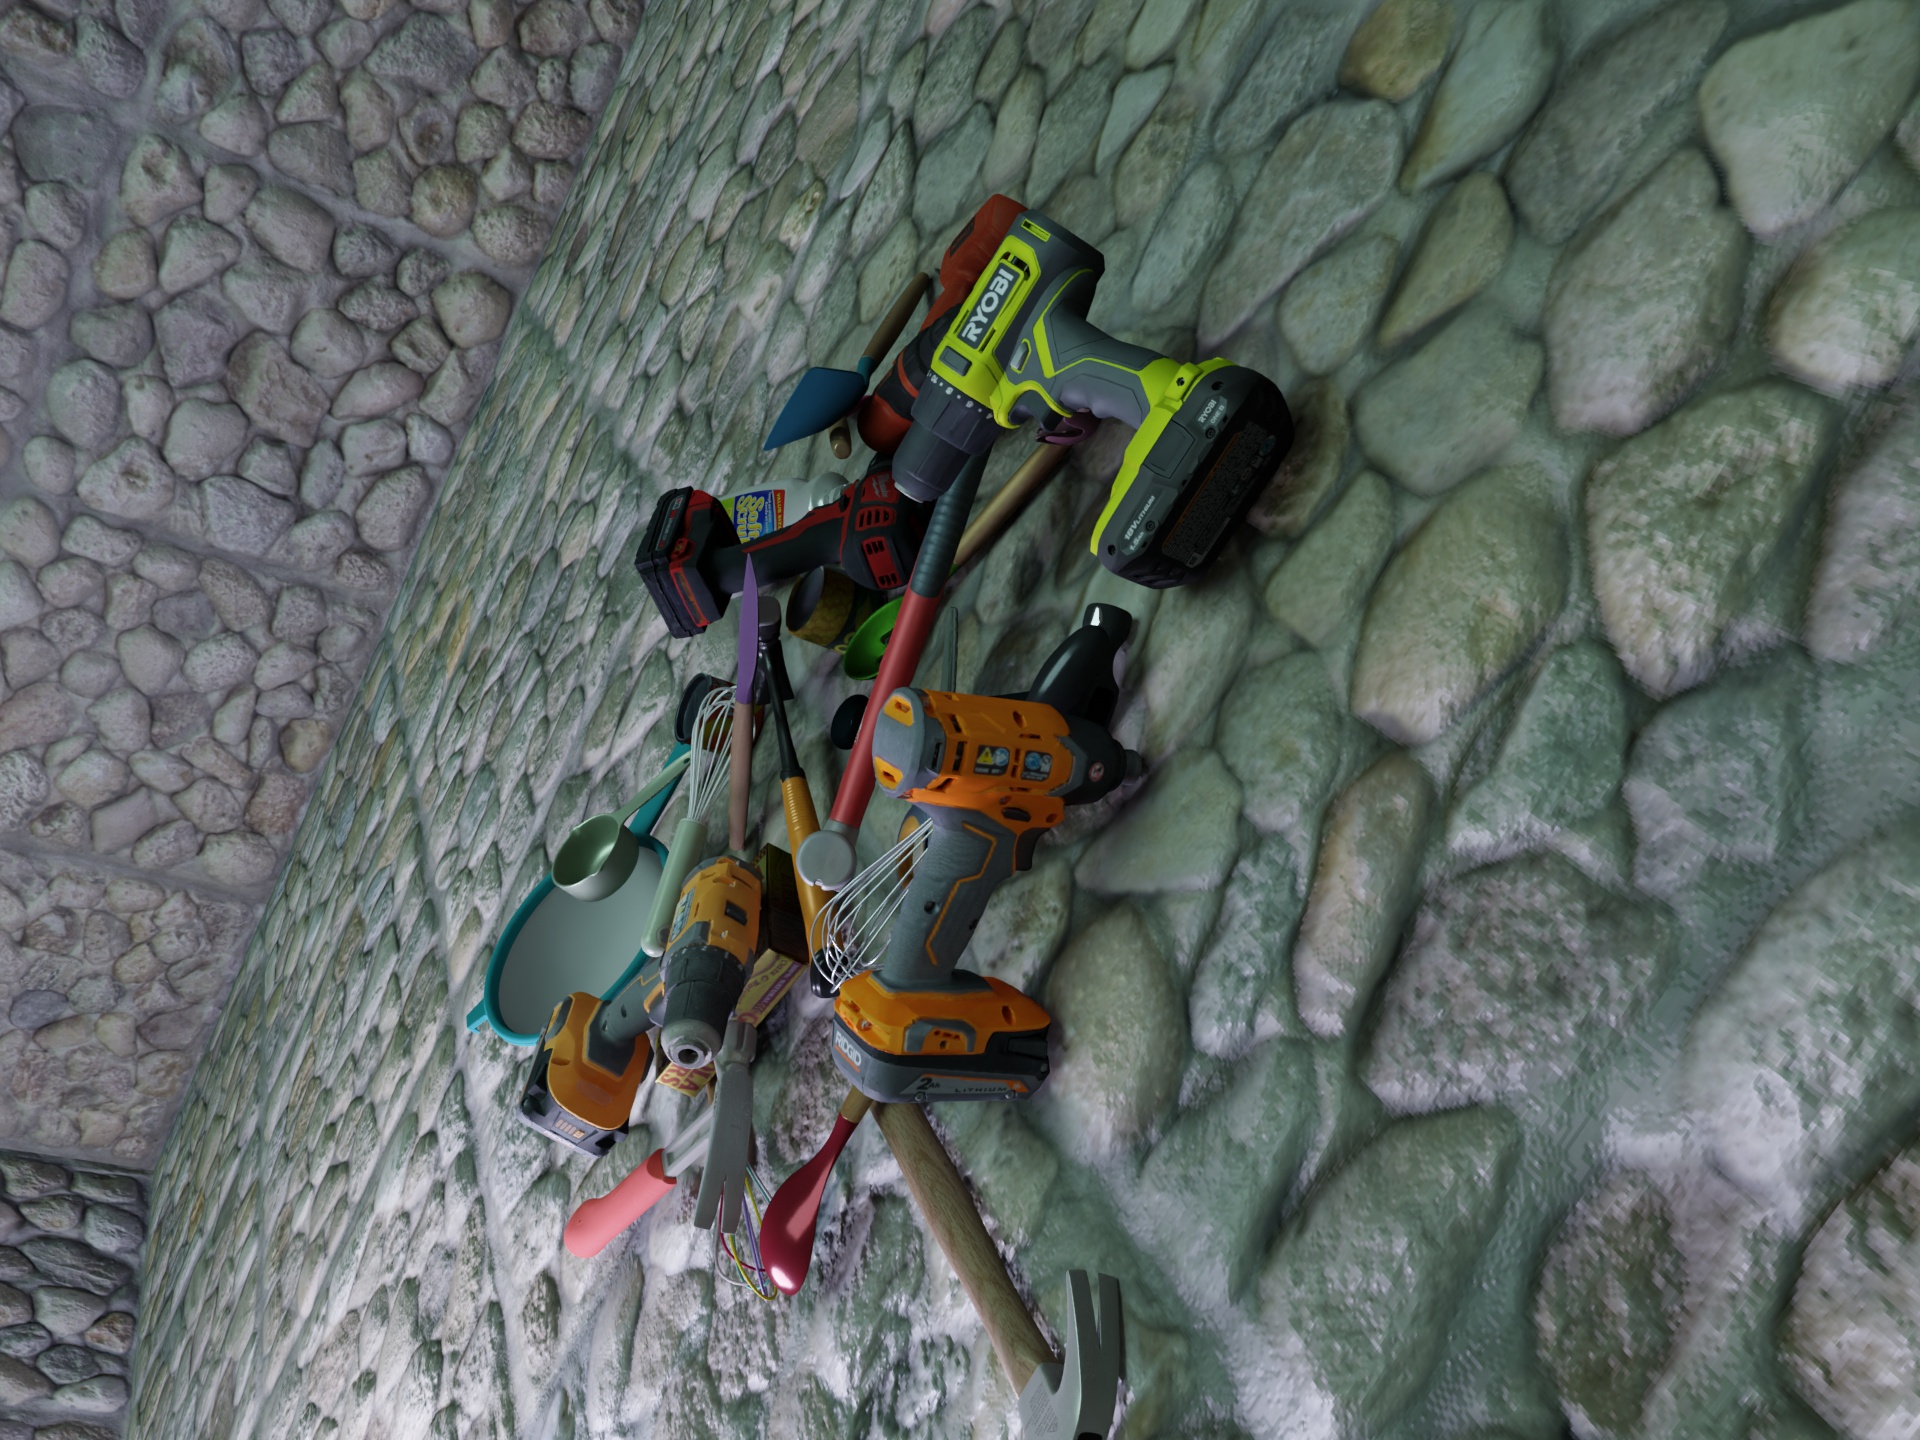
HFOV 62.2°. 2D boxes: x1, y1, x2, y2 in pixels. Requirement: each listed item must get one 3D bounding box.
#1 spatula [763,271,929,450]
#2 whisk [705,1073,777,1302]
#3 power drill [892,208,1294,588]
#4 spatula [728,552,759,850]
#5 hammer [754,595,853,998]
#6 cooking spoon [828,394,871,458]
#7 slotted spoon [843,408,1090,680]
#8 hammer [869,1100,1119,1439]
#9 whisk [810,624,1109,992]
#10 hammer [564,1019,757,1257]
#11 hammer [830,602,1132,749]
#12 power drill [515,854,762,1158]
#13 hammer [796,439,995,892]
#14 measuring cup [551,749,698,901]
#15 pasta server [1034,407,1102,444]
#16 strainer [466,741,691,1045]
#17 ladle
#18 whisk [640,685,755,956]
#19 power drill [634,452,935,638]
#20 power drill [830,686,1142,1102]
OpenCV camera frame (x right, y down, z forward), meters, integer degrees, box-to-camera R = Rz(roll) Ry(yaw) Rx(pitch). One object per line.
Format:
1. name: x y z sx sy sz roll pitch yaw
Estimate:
1. spatula: -0.077 -0.305 1.284 0.082 0.044 0.318 -52 10 37
2. whisk: -0.165 0.325 1.167 0.051 0.047 0.245 -61 28 18
3. power drill: 0.067 -0.178 0.958 0.229 0.080 0.190 42 107 33
4. spatula: -0.171 0.001 1.259 0.315 0.018 0.060 102 158 -46
5. hammer: -0.127 0.066 1.236 0.127 0.034 0.337 90 167 -53
6. cooking spoon: -0.102 -0.246 1.320 0.319 0.068 0.017 -107 6 -72
7. slotted spoon: 0.012 -0.134 1.167 0.313 0.031 0.070 -46 35 32
8. hammer: 0.002 0.296 0.920 0.130 0.031 0.332 -62 30 14
9. whisk: 0.002 0.057 0.971 0.284 0.070 0.070 -54 33 13
10. hammer: -0.238 0.362 1.219 0.359 0.036 0.149 -47 32 47
11. hammer: -0.002 -0.004 1.104 0.331 0.033 0.128 -4 68 58
12. power drill: -0.228 0.223 1.150 0.226 0.084 0.185 -45 22 23
13. hammer: -0.030 -0.071 1.082 0.143 0.038 0.386 110 179 -85
14. measuring cup: -0.281 0.091 1.382 0.167 0.038 0.083 -43 36 -5
15. pasta server: 0.034 -0.236 1.155 0.316 0.040 0.060 36 108 65
16. strainer: -0.286 0.159 1.428 0.211 0.095 0.341 -5 48 39
17. ladle: -0.056 0.229 1.002 0.315 0.031 0.069 -62 30 13
18. whisk: -0.222 0.080 1.332 0.059 0.057 0.246 -6 59 40
19. power drill: -0.127 -0.158 1.259 0.226 0.080 0.188 -11 38 14
20. power drill: 0.018 0.099 0.913 0.084 0.164 0.226 27 108 60
